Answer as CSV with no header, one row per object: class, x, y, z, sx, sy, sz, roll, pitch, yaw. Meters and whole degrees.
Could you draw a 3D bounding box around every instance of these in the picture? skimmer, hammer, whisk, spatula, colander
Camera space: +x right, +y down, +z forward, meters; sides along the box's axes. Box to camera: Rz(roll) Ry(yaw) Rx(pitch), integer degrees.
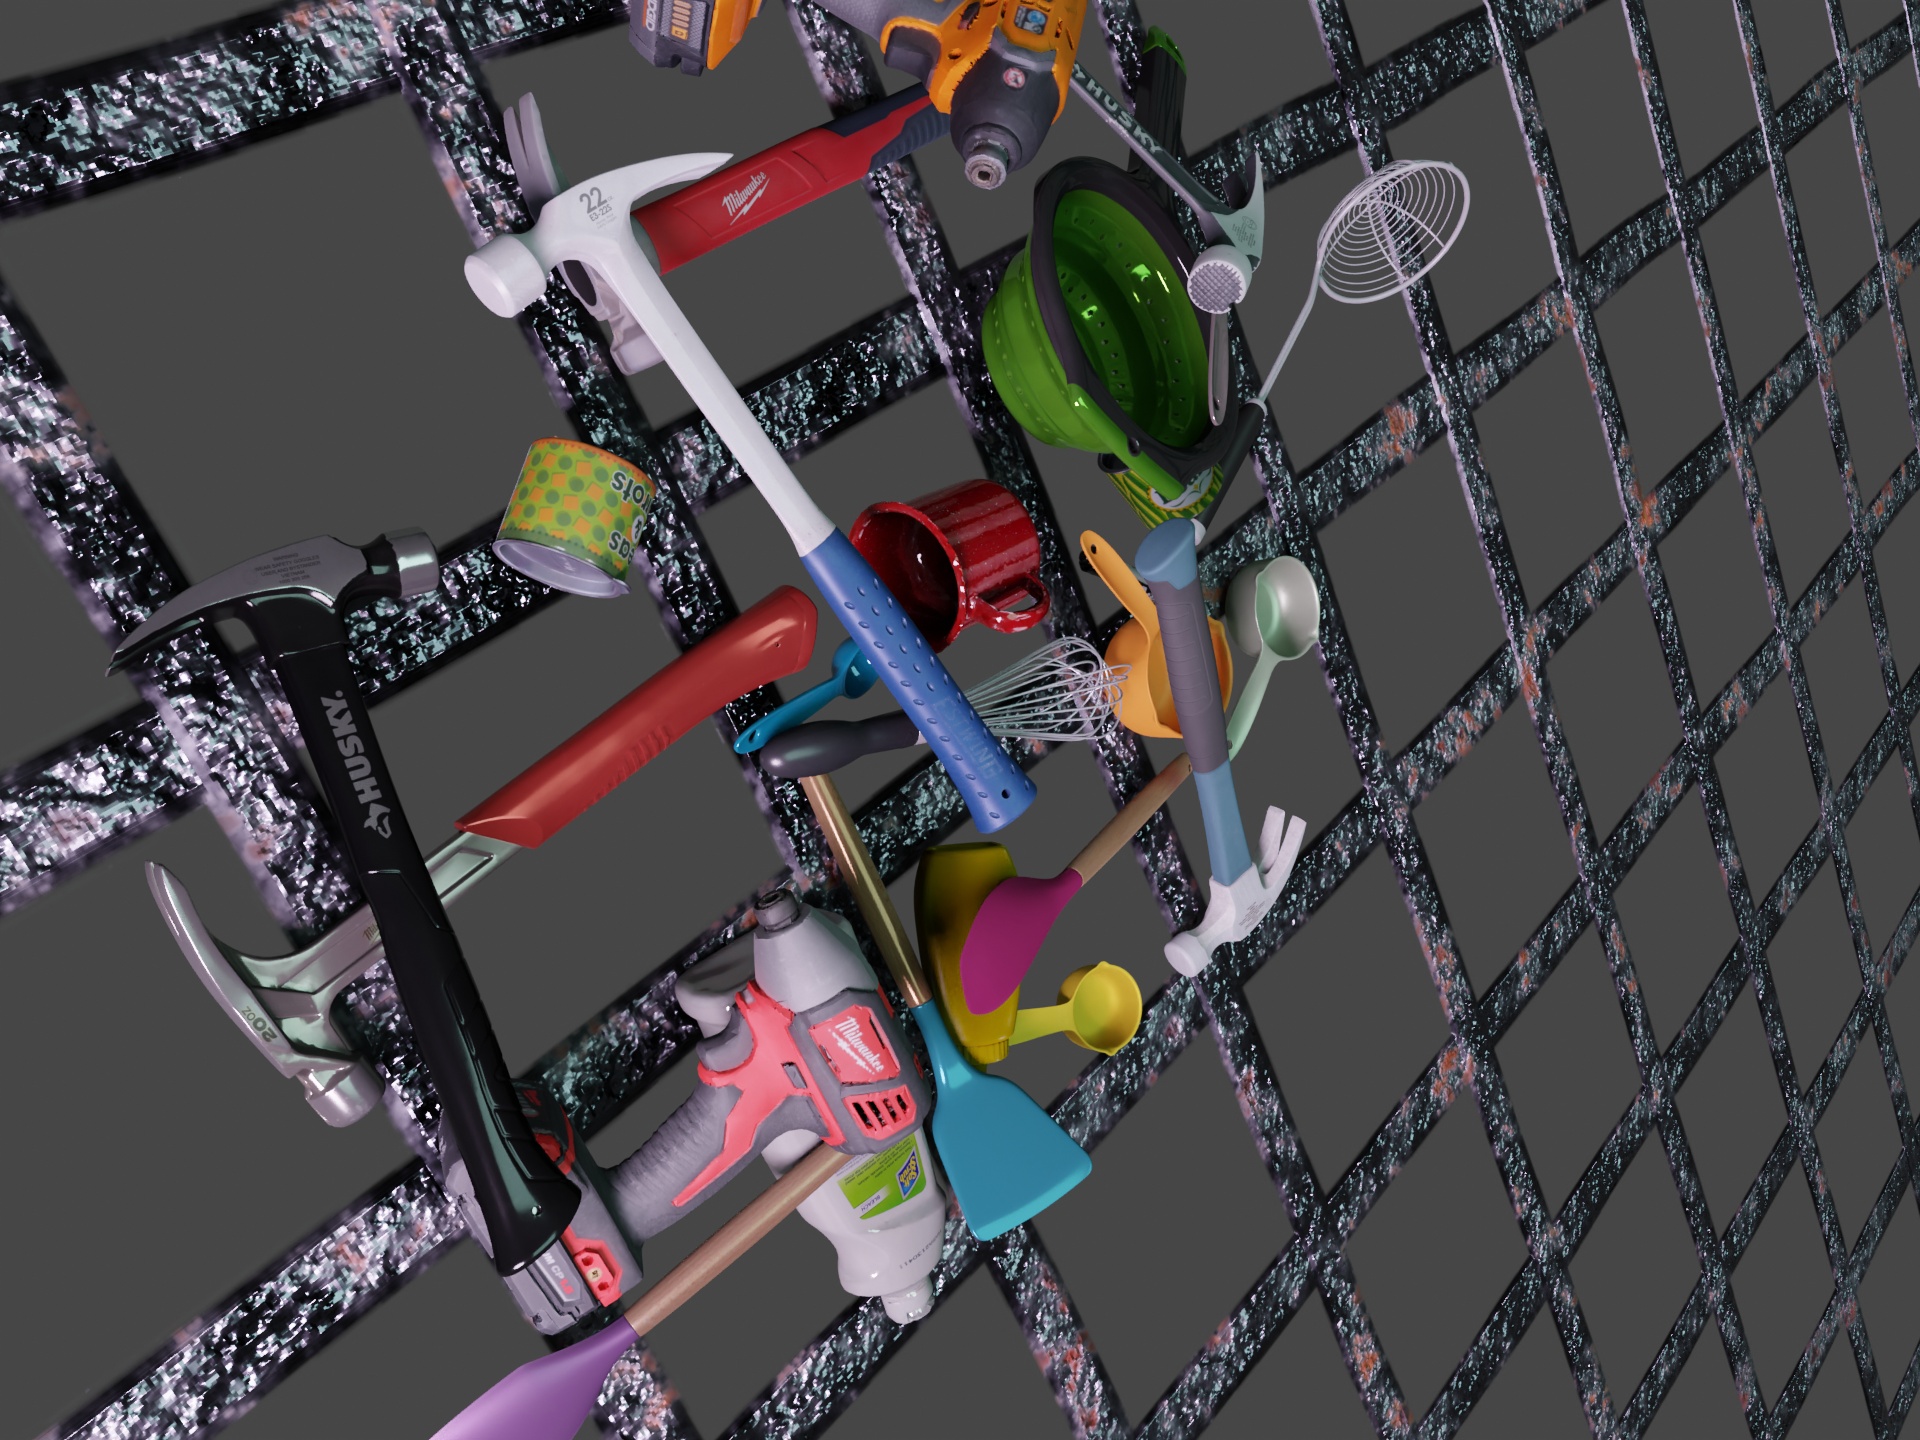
skimmer,0.268,-0.267,1.172,0.363,0.090,0.127,-60,156,-21
hammer,0.162,0.017,1.050,0.128,0.033,0.330,-36,129,-25
whisk,-0.001,-0.003,0.950,0.284,0.070,0.070,-13,98,-41
hammer,-0.077,-0.341,0.913,0.386,0.038,0.143,-39,112,-34
spatula,-0.147,0.295,0.820,0.316,0.018,0.059,-38,115,-18
hammer,-0.209,0.028,0.798,0.359,0.037,0.149,-42,115,-32
spatula,-0.029,0.139,0.913,0.082,0.044,0.317,-27,96,-19
hammer,-0.250,0.081,0.699,0.146,0.035,0.335,-19,85,-37
colander,0.091,-0.305,1.036,0.204,0.094,0.397,36,49,-36
hammer,0.036,-0.420,0.943,0.408,0.036,0.149,40,44,-16
hammer,-0.077,-0.108,0.845,0.144,0.035,0.405,-44,112,-22

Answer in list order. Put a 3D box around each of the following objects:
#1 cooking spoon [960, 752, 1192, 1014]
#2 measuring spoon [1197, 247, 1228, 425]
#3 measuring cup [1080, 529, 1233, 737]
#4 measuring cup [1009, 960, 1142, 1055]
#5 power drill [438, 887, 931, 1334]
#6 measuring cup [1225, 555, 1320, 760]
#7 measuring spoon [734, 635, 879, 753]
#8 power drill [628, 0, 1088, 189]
cooking spoon,0.082,0.088,1.006,0.319,0.017,0.068,-37,123,-51
measuring spoon,0.157,-0.241,1.003,0.034,0.018,0.124,23,65,-48
measuring cup,0.114,-0.060,1.066,0.173,0.052,0.095,50,60,-27
measuring cup,0.047,0.194,1.029,0.156,0.029,0.062,-5,89,-29
power drill,-0.134,0.184,0.781,0.219,0.079,0.143,-28,109,-12
measuring cup,0.209,-0.043,1.156,0.083,0.038,0.168,38,68,-34
measuring spoon,-0.089,-0.017,0.900,0.128,0.021,0.042,-35,147,-42
power drill,-0.051,-0.363,0.825,0.226,0.084,0.164,16,60,-7
